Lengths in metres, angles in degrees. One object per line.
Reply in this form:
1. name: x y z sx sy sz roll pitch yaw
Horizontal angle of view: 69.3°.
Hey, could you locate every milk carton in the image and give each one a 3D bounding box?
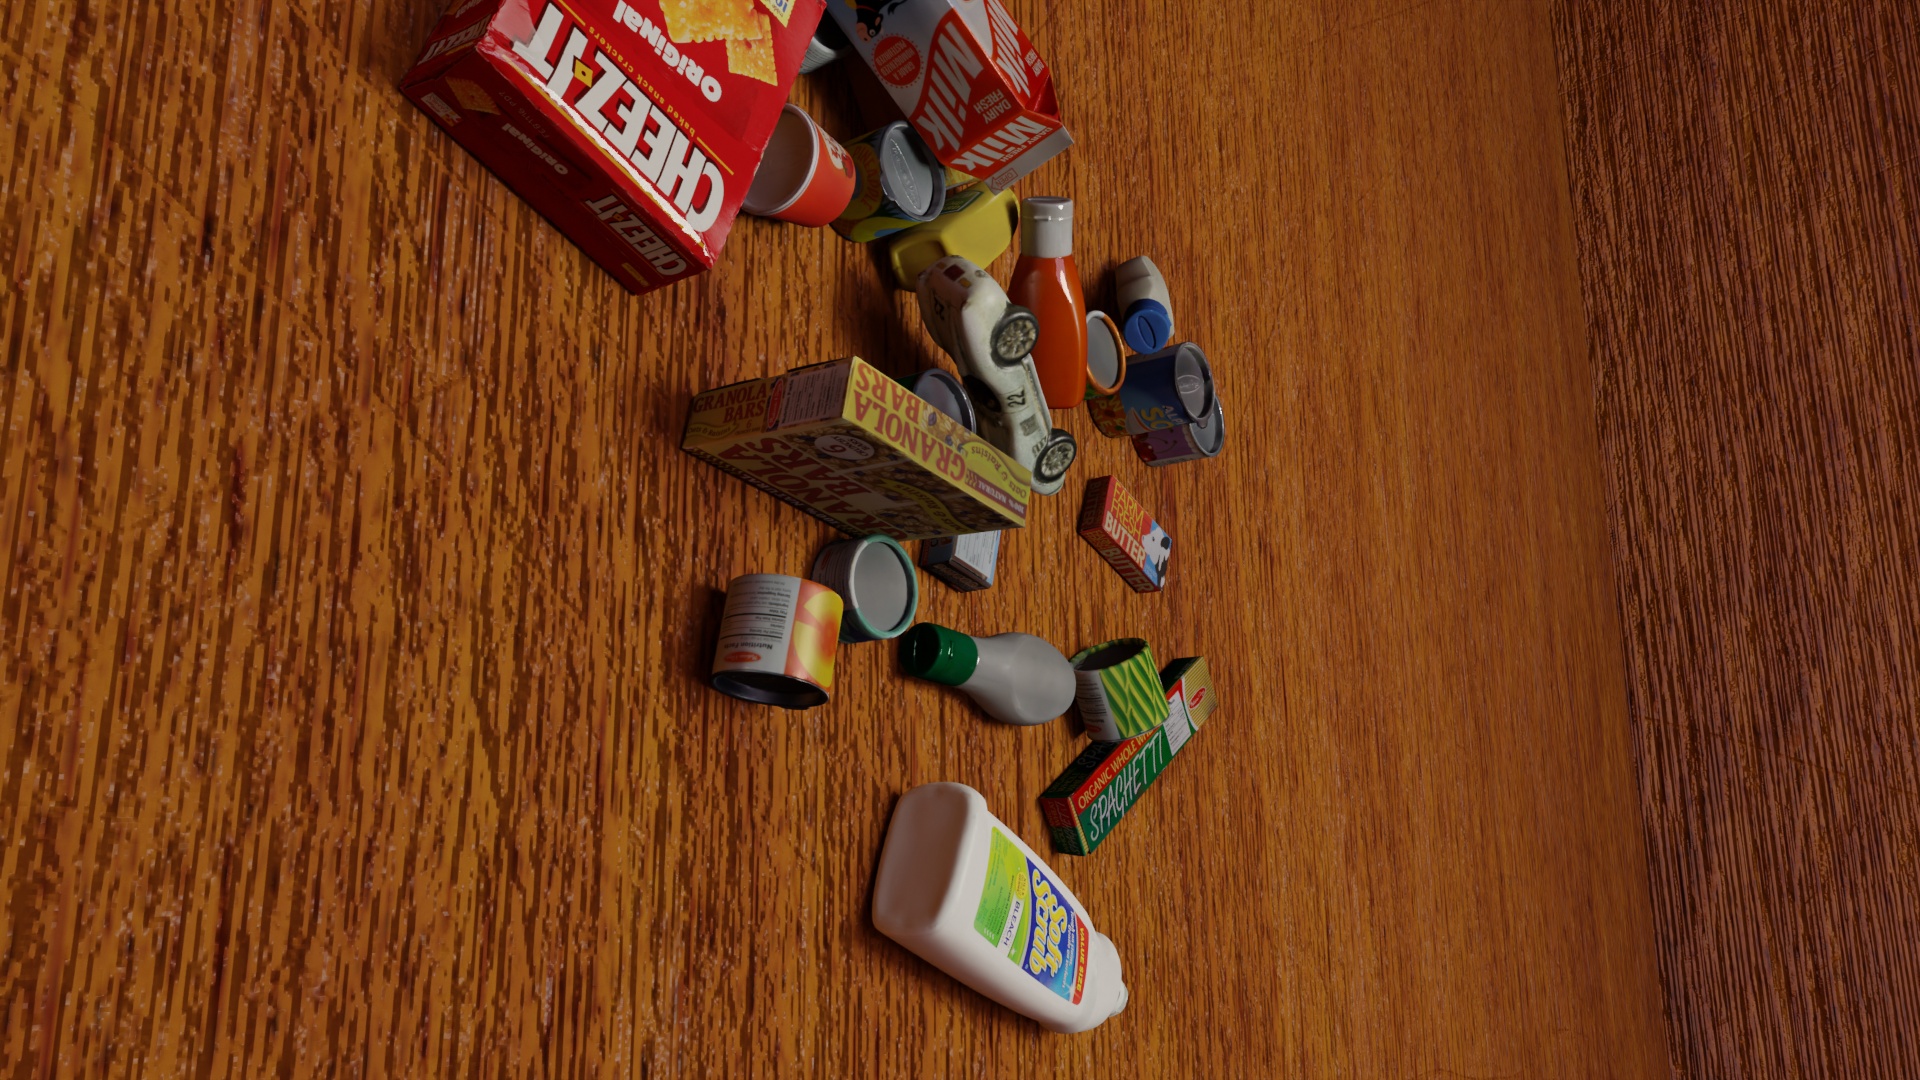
1. milk carton: -0.008 -0.315 0.892 0.190 0.072 0.074 50 36 -19

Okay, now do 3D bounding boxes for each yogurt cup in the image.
1. yogurt cup: -0.100 -0.223 0.839 0.054 0.072 0.072 12 73 -60

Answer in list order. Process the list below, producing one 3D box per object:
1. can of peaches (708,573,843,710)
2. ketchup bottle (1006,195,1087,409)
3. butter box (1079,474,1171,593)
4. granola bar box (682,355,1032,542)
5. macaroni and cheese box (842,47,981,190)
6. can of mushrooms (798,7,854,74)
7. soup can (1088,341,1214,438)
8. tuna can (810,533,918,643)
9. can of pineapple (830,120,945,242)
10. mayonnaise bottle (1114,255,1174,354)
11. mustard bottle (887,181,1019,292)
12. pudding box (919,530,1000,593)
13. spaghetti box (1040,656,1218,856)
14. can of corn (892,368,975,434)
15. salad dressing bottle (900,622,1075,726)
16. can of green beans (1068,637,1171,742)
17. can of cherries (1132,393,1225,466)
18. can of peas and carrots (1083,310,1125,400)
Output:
1. can of peaches: -0.100 0.057 0.771 0.071 0.071 0.058 32 57 -46
2. ketchup bottle: 0.061 -0.171 1.001 0.044 0.065 0.148 -56 149 -63
3. butter box: 0.135 -0.004 1.133 0.103 0.024 0.053 42 50 -40
4. granola bar box: -0.056 -0.047 0.803 0.165 0.124 0.039 29 62 -47
5. macaroni and cheese box: -0.009 -0.319 1.001 0.167 0.040 0.123 -33 108 -51
6. can of mushrooms: -0.099 -0.340 0.892 0.071 0.033 0.071 15 71 -50
7. soup can: 0.156 -0.119 1.138 0.071 0.083 0.071 16 70 -50
8. tuna can: -0.057 0.031 0.861 0.071 0.033 0.071 16 69 -50
9. can of pineapple: -0.053 -0.233 0.907 0.071 0.058 0.071 17 69 -50
10. mayonnaise bottle: 0.151 -0.189 1.137 0.064 0.041 0.149 63 16 -18
11. mustard bottle: 0.005 -0.222 0.982 0.161 0.065 0.048 -51 128 -53
12. pudding box: 0.003 -0.012 0.954 0.049 0.030 0.084 34 56 -43
13. spaghetti box: 0.138 0.164 1.093 0.251 0.028 0.050 -33 109 -51
14. can of corn: -0.033 -0.071 0.895 0.071 0.058 0.071 16 69 -51
15. salad dressing bottle: 0.020 0.088 0.943 0.147 0.044 0.064 23 66 -48
16. can of green beans: 0.119 0.112 1.048 0.071 0.071 0.057 -33 108 -51
17. can of cherries: 0.186 -0.102 1.195 0.071 0.058 0.071 15 71 -50
18. can of peas and carrots: 0.088 -0.137 1.072 0.071 0.058 0.071 15 70 -50
